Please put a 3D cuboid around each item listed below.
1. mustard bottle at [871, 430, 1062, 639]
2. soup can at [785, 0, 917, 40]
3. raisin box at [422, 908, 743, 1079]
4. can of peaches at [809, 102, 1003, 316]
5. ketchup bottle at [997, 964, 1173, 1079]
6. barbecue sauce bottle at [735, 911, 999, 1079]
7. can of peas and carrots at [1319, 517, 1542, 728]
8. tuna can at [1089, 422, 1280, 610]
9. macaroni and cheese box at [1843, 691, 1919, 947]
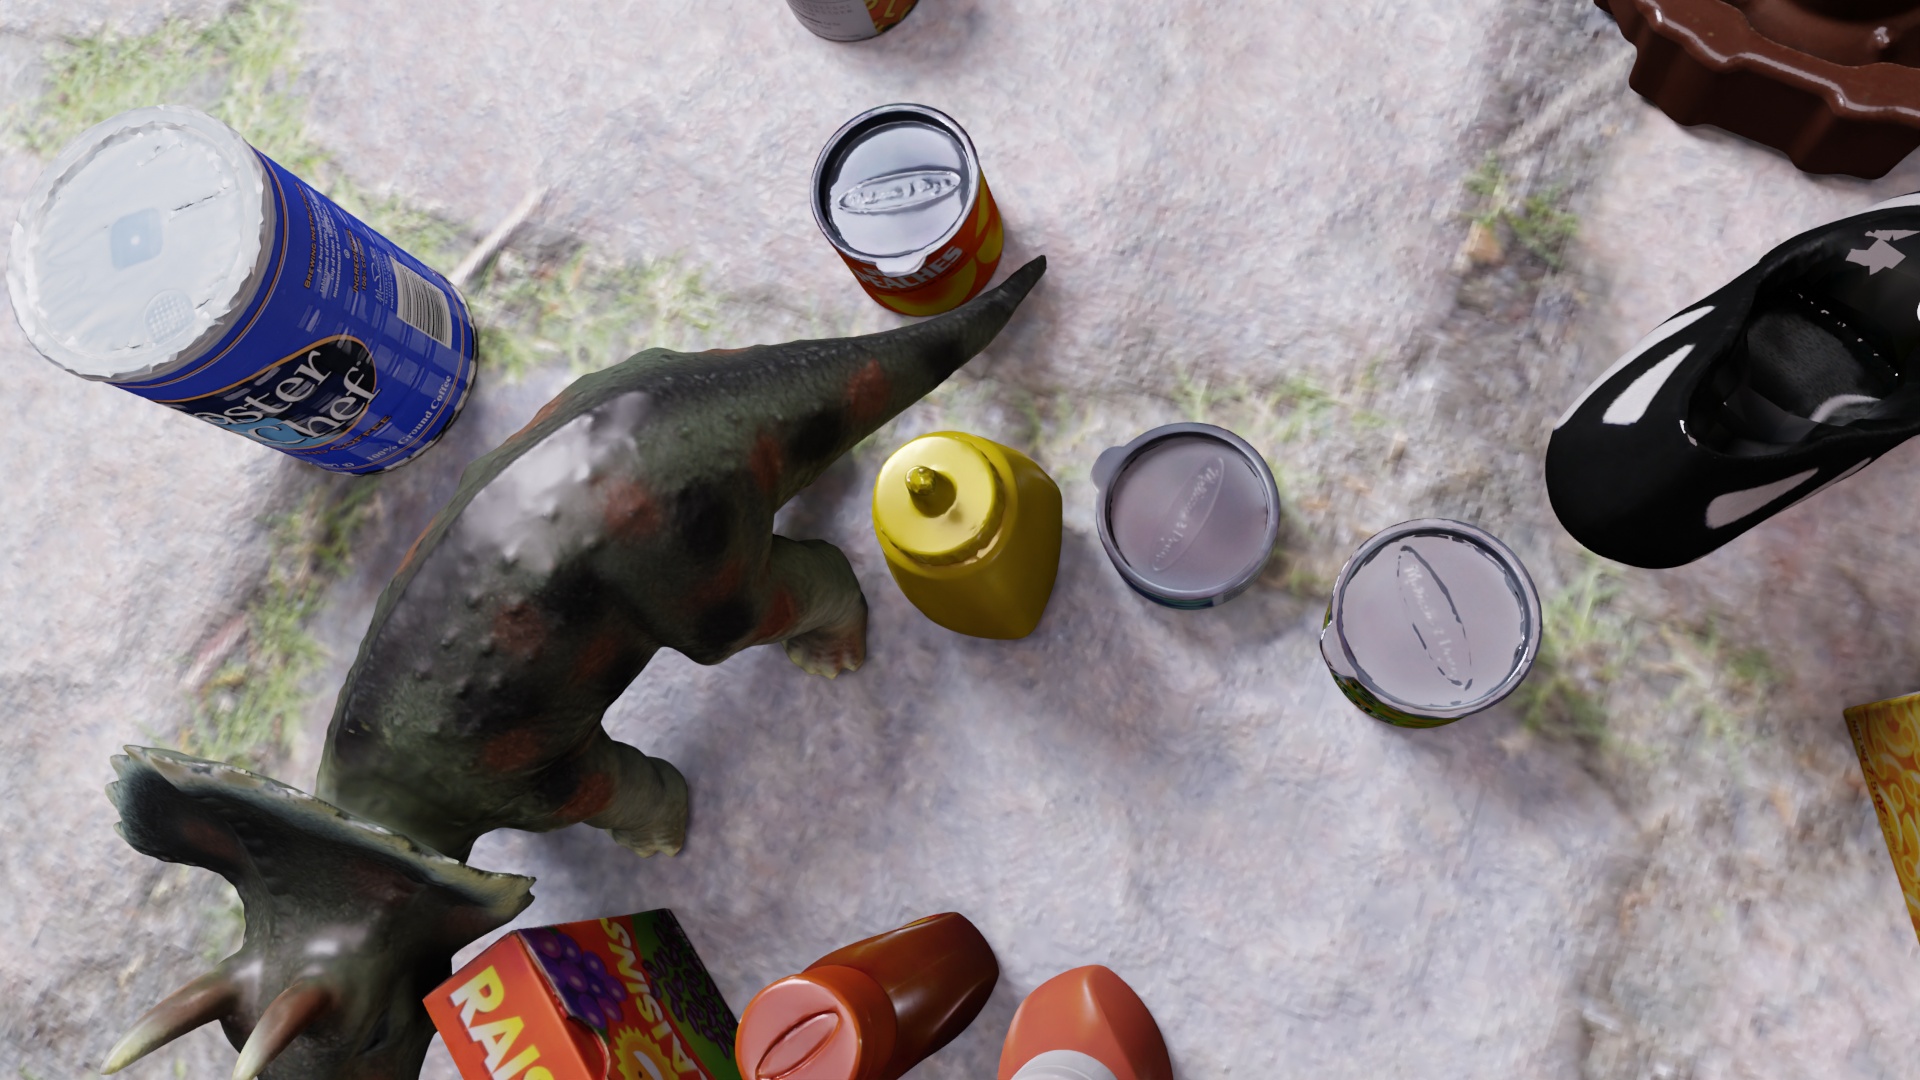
[{"bbox_3d":[0.002,-0.006,0.464,0.049,0.160,0.065,10,81,13],"label":"mustard bottle"},{"bbox_3d":[-0.052,-0.259,0.570,0.071,0.083,0.071,-2,78,11],"label":"soup can"},{"bbox_3d":[-0.115,0.173,0.468,0.040,0.123,0.086,-36,74,3],"label":"raisin box"},{"bbox_3d":[-0.019,-0.126,0.548,0.071,0.058,0.071,-2,78,11],"label":"can of peaches"},{"bbox_3d":[0.037,0.169,0.425,0.043,0.148,0.065,-26,75,5],"label":"ketchup bottle"},{"bbox_3d":[-0.029,0.151,0.442,0.065,0.148,0.044,-38,74,2],"label":"barbecue sauce bottle"},{"bbox_3d":[0.157,0.031,0.478,0.071,0.058,0.071,-2,78,11],"label":"can of peas and carrots"},{"bbox_3d":[0.082,-0.009,0.515,0.071,0.033,0.071,-2,78,11],"label":"tuna can"},{"bbox_3d":[0.313,0.095,0.377,0.040,0.166,0.124,-13,76,9],"label":"macaroni and cheese box"}]
